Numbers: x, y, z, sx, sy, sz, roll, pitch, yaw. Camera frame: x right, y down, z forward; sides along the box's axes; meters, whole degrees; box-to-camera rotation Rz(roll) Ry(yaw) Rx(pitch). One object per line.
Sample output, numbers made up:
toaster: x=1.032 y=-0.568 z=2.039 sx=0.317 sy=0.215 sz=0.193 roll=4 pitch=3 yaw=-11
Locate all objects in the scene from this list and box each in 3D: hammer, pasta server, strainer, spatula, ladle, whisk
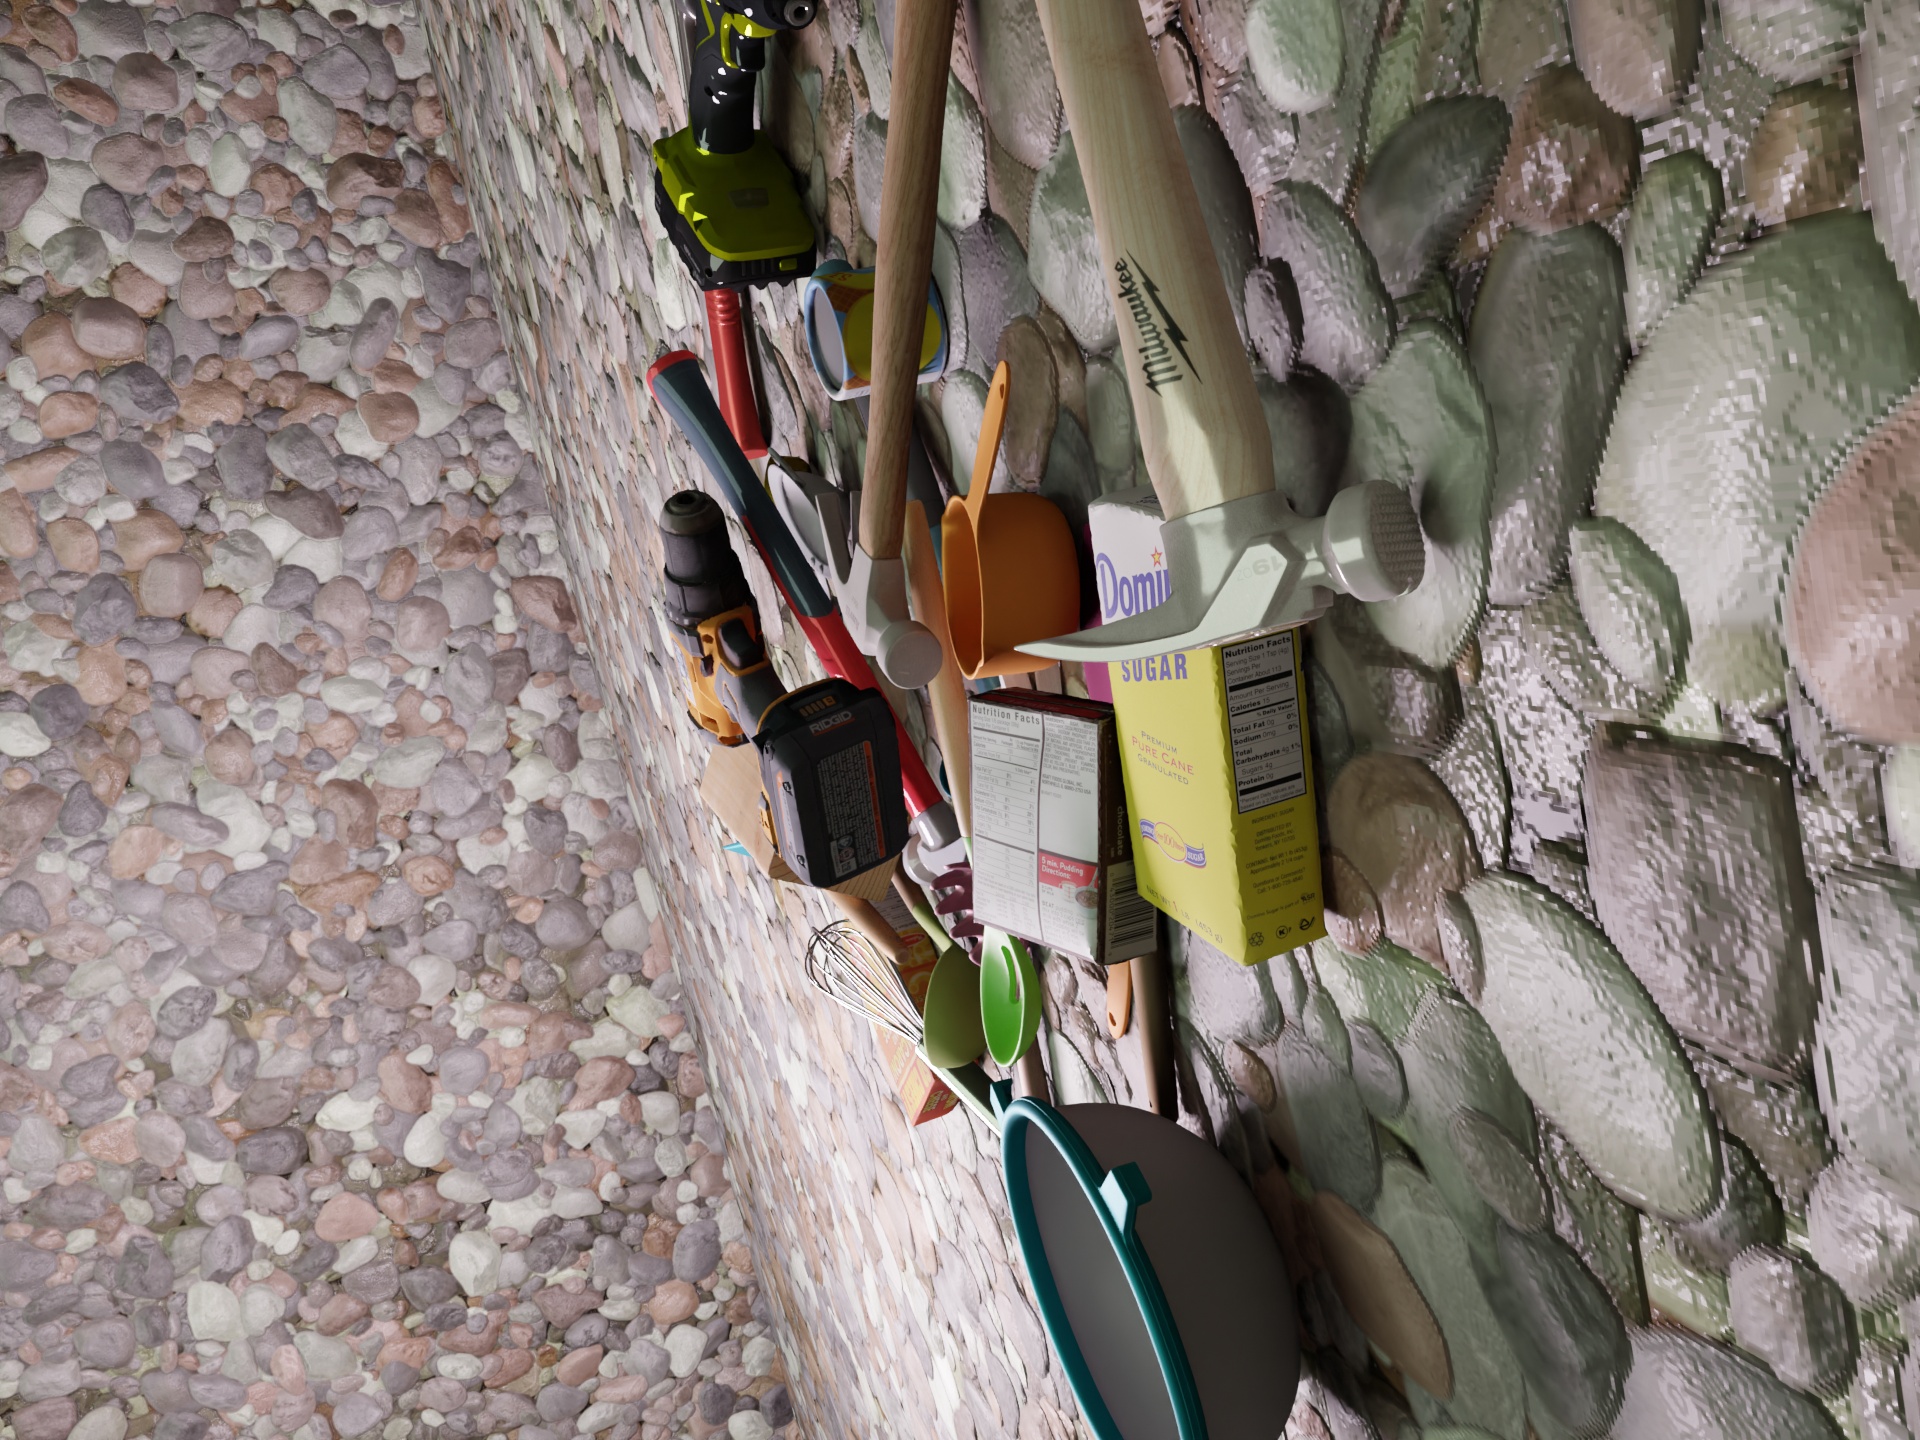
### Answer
hammer: x=-0.183 y=-0.360 z=1.156 sx=0.149 sy=0.036 sz=0.358 roll=-131 pitch=31 yaw=-52
hammer: x=-0.019 y=-0.114 z=0.890 sx=0.128 sy=0.033 sz=0.331 roll=115 pitch=136 yaw=-65
hammer: x=0.040 y=-0.225 z=0.542 sx=0.146 sy=0.038 sz=0.411 roll=-15 pitch=88 yaw=40
pasta server: x=0.040 y=0.224 z=0.997 sx=0.060 sy=0.040 sz=0.316 roll=6 pitch=116 yaw=39
strainer: x=0.120 y=0.330 z=0.768 sx=0.211 sy=0.095 sz=0.340 roll=177 pitch=76 yaw=-74
hammer: x=-0.091 y=-0.076 z=1.013 sx=0.386 sy=0.038 sz=0.143 roll=60 pitch=159 yaw=6
hammer: x=-0.030 y=-0.191 z=0.760 sx=0.130 sy=0.031 sz=0.331 roll=-130 pitch=41 yaw=-57
spatula: x=-0.098 y=0.129 z=1.176 sx=0.318 sy=0.082 sz=0.044 roll=30 pitch=100 yaw=65
ladle: x=-0.049 y=0.124 z=1.146 sx=0.321 sy=0.062 sz=0.078 roll=-125 pitch=18 yaw=-50
whisk: x=-0.027 y=0.220 z=1.108 sx=0.247 sy=0.058 sz=0.059 roll=39 pitch=166 yaw=34
strainer: x=-0.093 y=-0.087 z=1.114 sx=0.087 sy=0.050 sz=0.258 roll=44 pitch=150 yaw=41

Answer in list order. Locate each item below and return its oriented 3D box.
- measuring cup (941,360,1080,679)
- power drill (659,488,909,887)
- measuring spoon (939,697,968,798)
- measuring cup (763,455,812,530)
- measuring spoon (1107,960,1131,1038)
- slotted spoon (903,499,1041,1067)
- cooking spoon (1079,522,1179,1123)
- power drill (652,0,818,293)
measuring cup: x=0.030 y=-0.093 z=0.726 sx=0.173 sy=0.052 sz=0.095 roll=101 pitch=160 yaw=-48
power drill: x=-0.122 y=-0.026 z=0.991 sx=0.226 sy=0.084 sz=0.185 roll=46 pitch=151 yaw=43
measuring spoon: x=-0.002 y=-0.003 z=0.946 sx=0.021 sy=0.042 sz=0.129 roll=61 pitch=-171 yaw=-59
measuring cup: x=-0.116 y=-0.135 z=1.172 sx=0.156 sy=0.029 sz=0.062 roll=79 pitch=-165 yaw=-60
measuring spoon: x=0.081 y=0.128 z=0.836 sx=0.021 sy=0.011 sz=0.116 roll=-126 pitch=27 yaw=-46
slotted spoon: x=0.004 y=0.037 z=0.858 sx=0.070 sy=0.031 sz=0.313 roll=-160 pitch=57 yaw=-70
cooking spoon: x=0.084 y=0.061 z=0.762 sx=0.069 sy=0.017 sz=0.318 roll=-124 pitch=23 yaw=-66
power drill: x=-0.128 y=-0.371 z=0.926 sx=0.223 sy=0.080 sz=0.171 roll=101 pitch=148 yaw=-49
